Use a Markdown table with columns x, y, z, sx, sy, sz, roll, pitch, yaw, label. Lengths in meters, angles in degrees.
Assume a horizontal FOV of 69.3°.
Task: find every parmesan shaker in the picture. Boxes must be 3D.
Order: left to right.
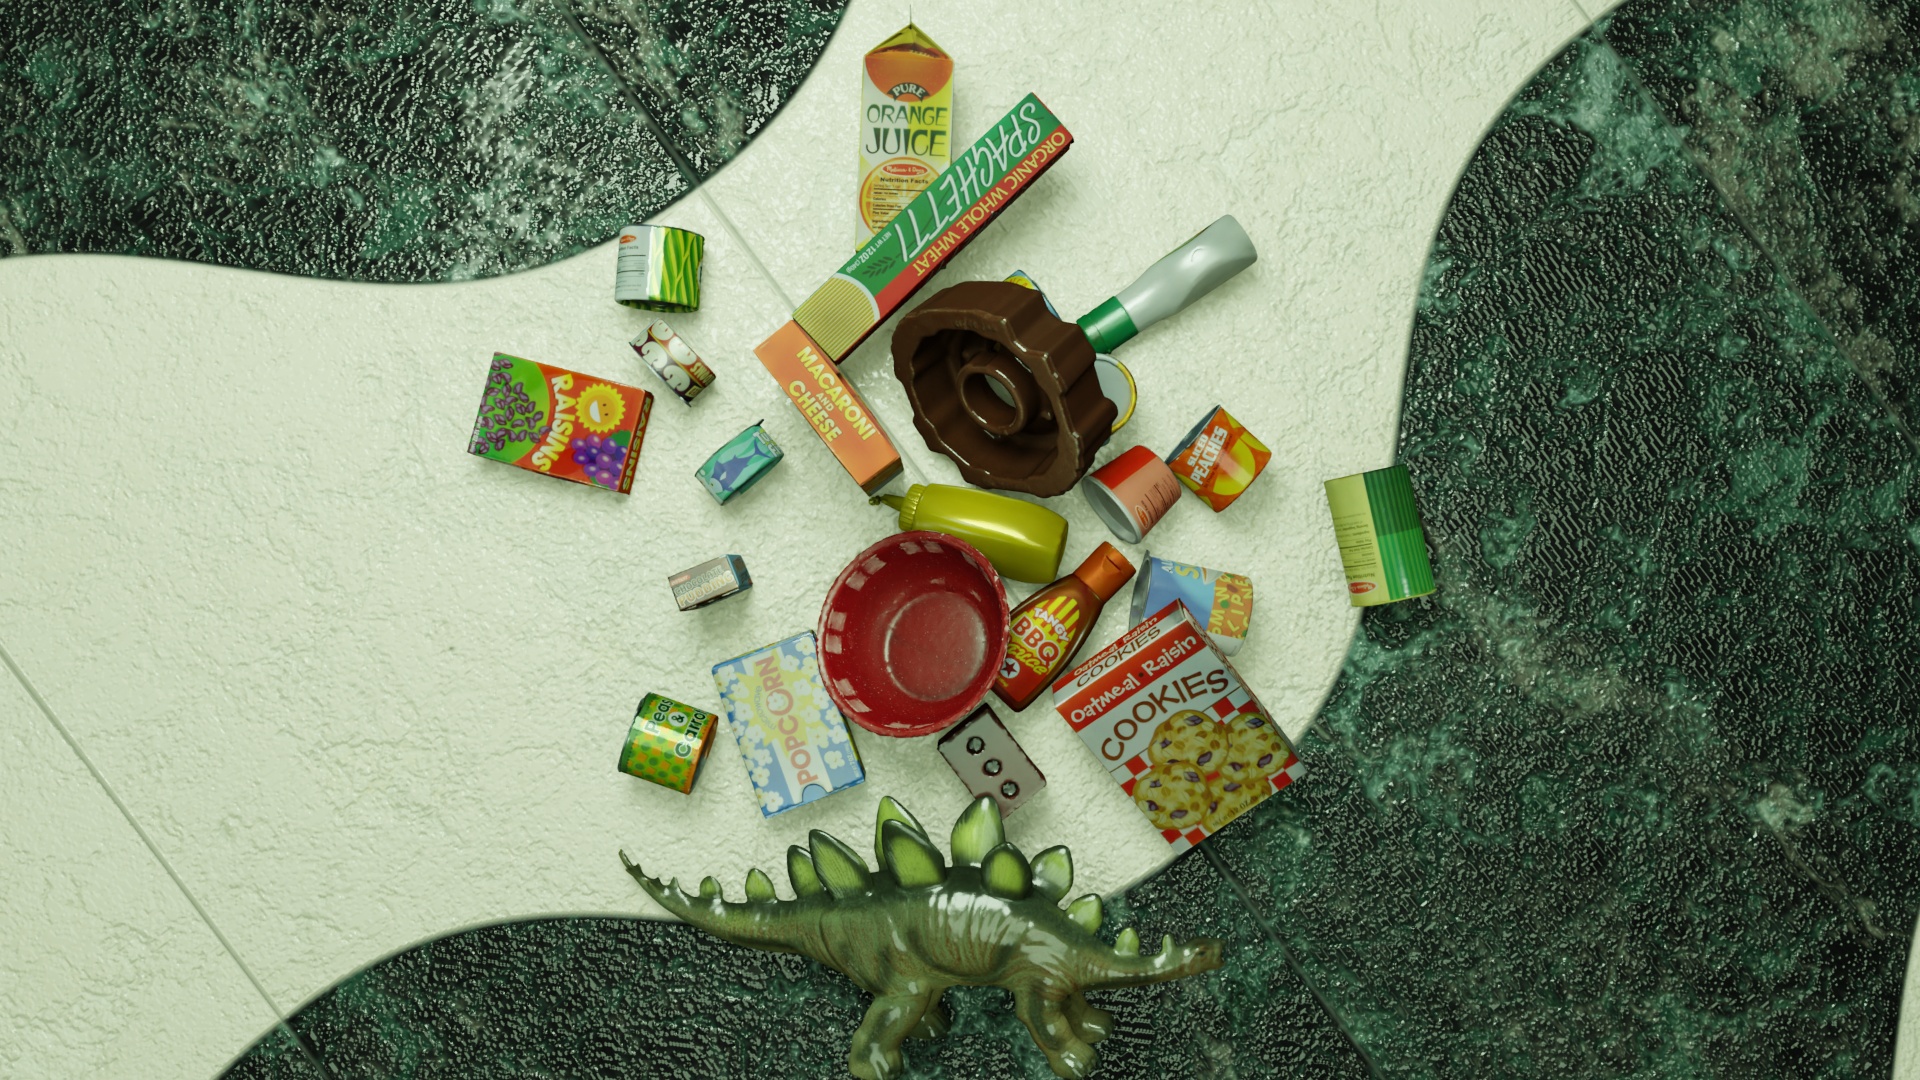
| x | y | z | sx | sy | sz | roll | pitch | yaw | label |
| --- | --- | --- | --- | --- | --- | --- | --- | --- | --- |
| 0.333 | -0.005 | 1.097 | 0.071 | 0.071 | 0.103 | -12 | 89 | -1 | parmesan shaker |

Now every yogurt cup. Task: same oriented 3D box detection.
| x | y | z | sx | sy | sz | roll | pitch | yaw | label |
| --- | --- | --- | --- | --- | --- | --- | --- | --- | --- |
| 0.137 | -0.039 | 1.098 | 0.054 | 0.072 | 0.072 | -39 | 90 | -9 | yogurt cup |

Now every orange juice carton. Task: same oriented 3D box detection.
| x | y | z | sx | sy | sz | roll | pitch | yaw | label |
| --- | --- | --- | --- | --- | --- | --- | --- | --- | --- |
| -0.043 | -0.315 | 1.094 | 0.073 | 0.072 | 0.192 | 2 | 89 | -1 | orange juice carton |

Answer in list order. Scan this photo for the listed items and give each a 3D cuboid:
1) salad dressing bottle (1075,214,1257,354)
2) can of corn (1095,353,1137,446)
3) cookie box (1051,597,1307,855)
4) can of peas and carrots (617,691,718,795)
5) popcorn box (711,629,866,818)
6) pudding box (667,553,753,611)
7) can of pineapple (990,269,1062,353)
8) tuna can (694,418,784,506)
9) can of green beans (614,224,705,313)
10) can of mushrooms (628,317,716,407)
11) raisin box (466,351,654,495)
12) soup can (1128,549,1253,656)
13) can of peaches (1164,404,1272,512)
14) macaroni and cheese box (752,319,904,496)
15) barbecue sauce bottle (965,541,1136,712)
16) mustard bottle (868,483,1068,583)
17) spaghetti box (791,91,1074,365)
| x | y | z | sx | sy | sz | roll | pitch | yaw | label |
| --- | --- | --- | --- | --- | --- | --- | --- | --- | --- |
| 0.162 | -0.200 | 1.104 | 0.147 | 0.064 | 0.044 | -33 | 82 | 6 | salad dressing bottle |
| 0.105 | -0.110 | 1.100 | 0.071 | 0.058 | 0.071 | 0 | 89 | -1 | can of corn |
| 0.168 | 0.145 | 1.073 | 0.123 | 0.040 | 0.167 | -36 | 107 | 12 | cookie box |
| -0.226 | 0.156 | 1.081 | 0.059 | 0.071 | 0.071 | 19 | 89 | -2 | can of peas and carrots |
| -0.135 | 0.144 | 1.099 | 0.085 | 0.038 | 0.126 | -20 | 89 | -3 | popcorn box |
| -0.192 | 0.032 | 1.077 | 0.050 | 0.083 | 0.030 | -22 | 90 | -1 | pudding box |
| 0.042 | -0.171 | 1.095 | 0.058 | 0.071 | 0.071 | -37 | 90 | -1 | can of pineapple |
| -0.171 | -0.061 | 1.088 | 0.071 | 0.071 | 0.033 | -40 | 92 | -1 | tuna can |
| -0.236 | -0.212 | 1.090 | 0.071 | 0.071 | 0.058 | 4 | 90 | -1 | can of green beans |
| -0.224 | -0.139 | 1.088 | 0.033 | 0.071 | 0.071 | -43 | 90 | -2 | can of mushrooms |
| -0.315 | -0.092 | 1.100 | 0.123 | 0.040 | 0.086 | 14 | 88 | 0 | raisin box |
| 0.181 | 0.049 | 1.095 | 0.084 | 0.071 | 0.071 | 12 | 89 | -2 | soup can |
| 0.203 | -0.064 | 1.095 | 0.058 | 0.071 | 0.071 | 42 | 89 | -2 | can of peaches |
| -0.094 | -0.095 | 1.041 | 0.040 | 0.166 | 0.123 | -38 | 90 | -2 | macaroni and cheese box |
| 0.076 | 0.065 | 1.103 | 0.148 | 0.043 | 0.065 | -45 | 83 | -2 | barbecue sauce bottle |
| 0.004 | -0.014 | 1.094 | 0.160 | 0.065 | 0.049 | 18 | 57 | 8 | mustard bottle |
| -0.020 | -0.234 | 1.042 | 0.250 | 0.028 | 0.050 | -43 | 91 | -1 | spaghetti box |
